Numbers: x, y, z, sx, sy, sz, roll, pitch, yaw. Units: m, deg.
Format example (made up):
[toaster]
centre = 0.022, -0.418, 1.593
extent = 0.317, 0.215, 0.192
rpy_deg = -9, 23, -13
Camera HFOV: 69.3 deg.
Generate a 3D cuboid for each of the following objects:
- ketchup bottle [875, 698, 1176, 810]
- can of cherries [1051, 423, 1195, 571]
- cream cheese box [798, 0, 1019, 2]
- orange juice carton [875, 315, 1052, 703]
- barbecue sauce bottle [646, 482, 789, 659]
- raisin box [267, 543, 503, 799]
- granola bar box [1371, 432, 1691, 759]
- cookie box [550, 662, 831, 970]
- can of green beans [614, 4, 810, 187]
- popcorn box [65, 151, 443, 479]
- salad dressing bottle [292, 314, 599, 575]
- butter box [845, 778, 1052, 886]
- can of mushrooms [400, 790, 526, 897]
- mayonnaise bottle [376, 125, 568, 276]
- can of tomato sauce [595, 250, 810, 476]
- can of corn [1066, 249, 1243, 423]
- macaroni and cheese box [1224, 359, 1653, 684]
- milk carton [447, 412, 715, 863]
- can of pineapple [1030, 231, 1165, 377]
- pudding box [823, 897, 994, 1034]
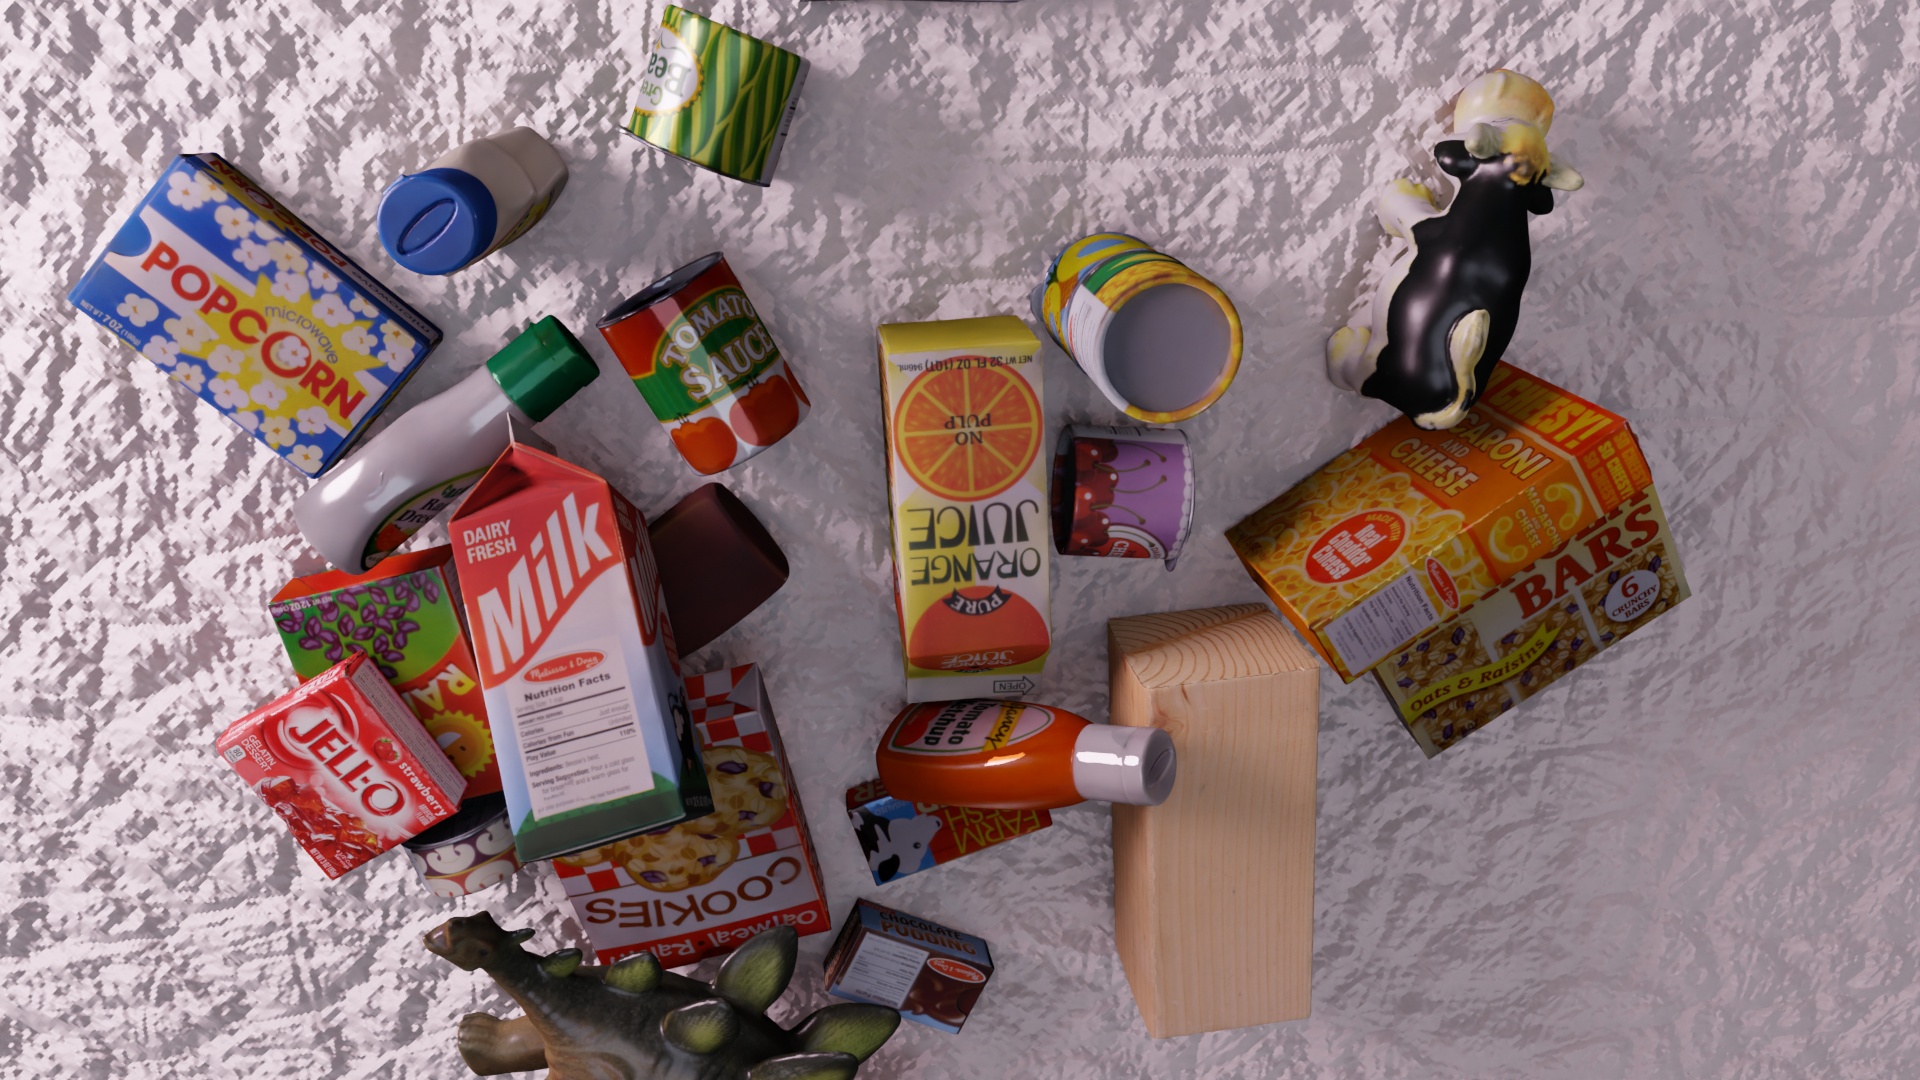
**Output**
[ketchup bottle]
centre = 0.033, 0.107, 0.688
extent = 0.148, 0.065, 0.043
rpy_deg = -1, 117, 35
[can of cherries]
centre = 0.079, -0.021, 0.687
extent = 0.058, 0.072, 0.071
rpy_deg = 3, 109, -8
[cream cheese box]
centre = -0.022, -0.266, 0.614
extent = 0.104, 0.024, 0.053
rpy_deg = -2, 111, -6
[orange juice carton]
centre = 0.002, -0.009, 0.679
extent = 0.072, 0.073, 0.192
rpy_deg = -5, 110, -6
[barbecue sauce bottle]
centre = -0.160, 0.038, 0.690
extent = 0.148, 0.044, 0.064
rpy_deg = -37, 107, 7
[raisin box]
centre = -0.275, 0.071, 0.689
extent = 0.086, 0.040, 0.123
rpy_deg = -13, 109, -2
[granola bar box]
centre = 0.289, 0.025, 0.734
extent = 0.165, 0.039, 0.124
rpy_deg = -34, 123, 5
[cookie box]
centre = -0.144, 0.148, 0.710
extent = 0.123, 0.040, 0.166
rpy_deg = -12, 126, -2
[can of green beans]
centre = -0.105, -0.193, 0.605
extent = 0.071, 0.071, 0.057
rpy_deg = 18, 105, -13
[popcorn box]
centre = -0.313, -0.100, 0.626
extent = 0.126, 0.038, 0.085
rpy_deg = 41, 101, -18
[salad dressing bottle]
centre = -0.236, -0.046, 0.645
extent = 0.148, 0.064, 0.044
rpy_deg = -39, 91, -1
[butter box]
centre = -0.006, 0.146, 0.757
extent = 0.103, 0.024, 0.053
rpy_deg = -19, 111, 0
[can of mushrooms]
centre = -0.244, 0.147, 0.705
extent = 0.071, 0.071, 0.033
rpy_deg = -18, 111, -1
[mayonnaise bottle]
centre = -0.201, -0.137, 0.569
extent = 0.064, 0.148, 0.041
rpy_deg = -41, 109, 8
[can of tomato sauce]
centre = -0.116, -0.081, 0.641
extent = 0.071, 0.071, 0.083
rpy_deg = -29, 111, 3
[can of corn]
centre = 0.086, -0.090, 0.606
extent = 0.071, 0.058, 0.071
rpy_deg = -2, 110, -6
[macaroni and cheese box]
centre = 0.226, -0.015, 0.679
extent = 0.166, 0.124, 0.040
rpy_deg = -34, 113, 5
[milk carton]
centre = -0.172, 0.040, 0.621
extent = 0.073, 0.072, 0.191
rpy_deg = -15, 80, -3
[can of pineapple]
centre = 0.073, -0.109, 0.662
extent = 0.071, 0.058, 0.070
rpy_deg = -2, 110, -6
[pudding box]
centre = -0.030, 0.241, 0.784
extent = 0.084, 0.030, 0.049
rpy_deg = 22, 104, -14
